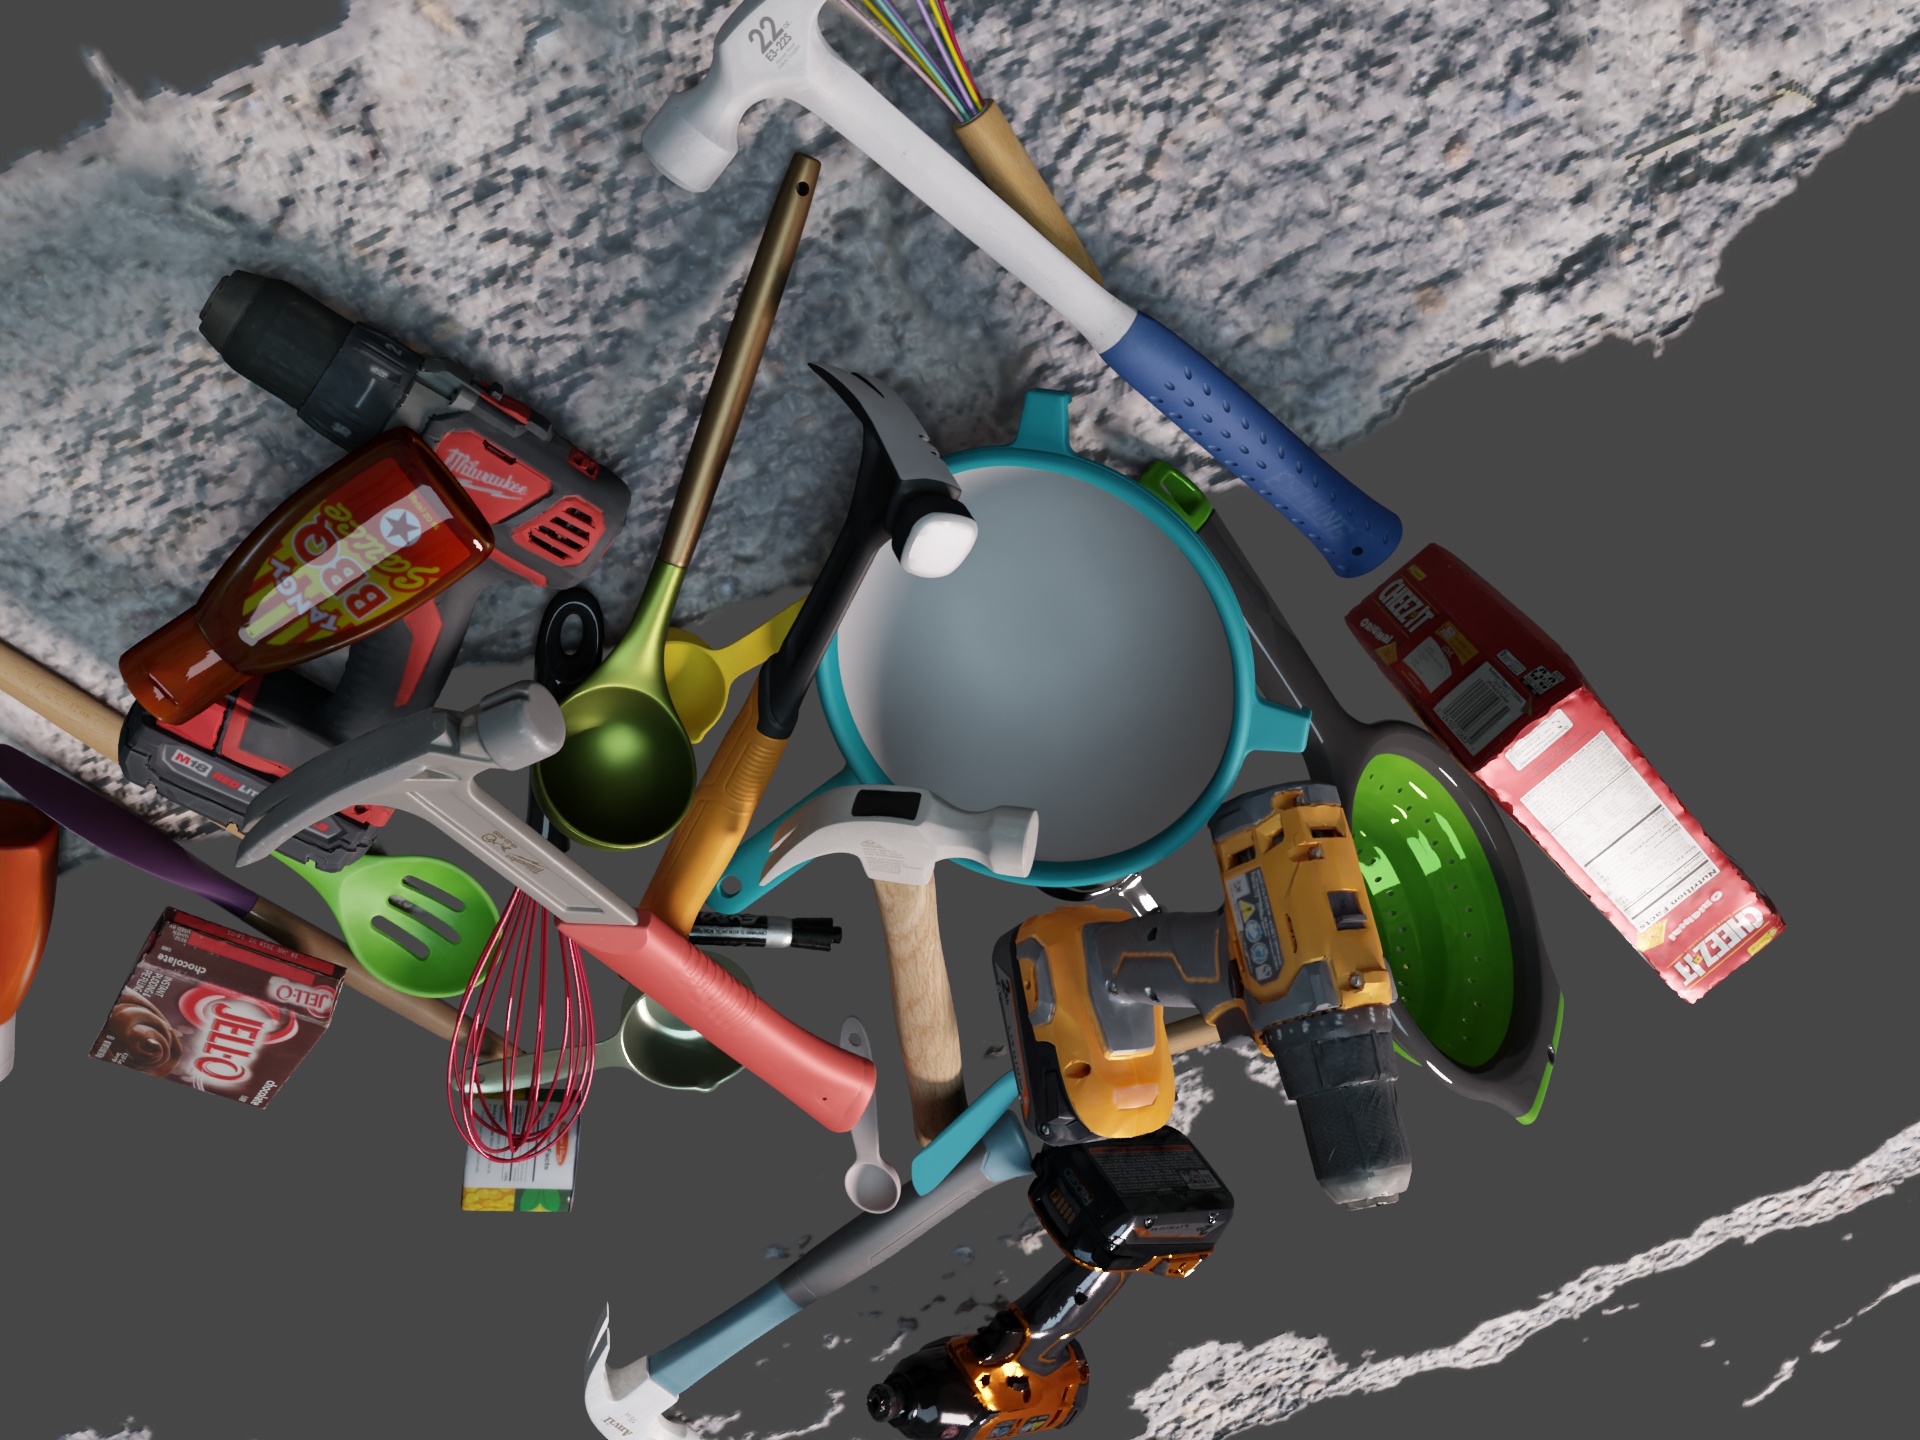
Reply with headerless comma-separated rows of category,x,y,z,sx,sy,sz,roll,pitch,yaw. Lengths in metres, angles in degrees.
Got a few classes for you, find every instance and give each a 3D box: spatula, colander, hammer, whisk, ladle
spatula,0.118,0.195,0.912,0.317,0.044,0.082,-16,150,-7
colander,0.180,0.044,0.846,0.094,0.204,0.397,-24,108,40
hammer,-0.023,0.140,0.822,0.130,0.031,0.331,8,141,11
hammer,-0.096,0.001,0.740,0.034,0.127,0.336,6,130,-34
hammer,-0.092,0.344,0.978,0.331,0.033,0.128,-36,120,7
spatula,-0.333,0.107,0.795,0.018,0.060,0.315,-49,122,-2
whisk,-0.205,0.080,0.782,0.073,0.073,0.296,6,101,-16
whisk,-0.009,-0.275,0.672,0.047,0.051,0.244,-23,126,24
ladle,-0.116,-0.092,0.705,0.078,0.062,0.320,14,103,-30
hammer,0.067,-0.183,0.708,0.405,0.035,0.144,32,121,-31
hammer,-0.153,0.113,0.745,0.149,0.037,0.358,-22,137,16

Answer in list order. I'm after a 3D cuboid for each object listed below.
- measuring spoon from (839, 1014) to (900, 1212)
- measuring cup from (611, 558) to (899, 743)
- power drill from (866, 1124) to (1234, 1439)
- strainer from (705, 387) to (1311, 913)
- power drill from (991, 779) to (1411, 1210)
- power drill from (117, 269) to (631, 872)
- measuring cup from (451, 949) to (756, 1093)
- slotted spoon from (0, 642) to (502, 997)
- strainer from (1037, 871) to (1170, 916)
measuring spoon,-0.054,0.227,0.926,0.034,0.018,0.124,-1,103,20
measuring cup,-0.102,-0.043,0.782,0.156,0.029,0.062,-30,124,-8
power drill,0.048,0.352,0.964,0.164,0.084,0.226,13,117,-42
strainer,-0.001,-0.003,0.788,0.340,0.095,0.211,-36,94,32
power drill,0.117,0.150,0.765,0.084,0.185,0.226,2,157,-34
power drill,-0.280,-0.065,0.699,0.187,0.080,0.226,33,103,-25
measuring cup,-0.191,0.169,0.863,0.167,0.038,0.083,-12,119,-4
slotted spoon,-0.356,0.036,0.762,0.313,0.031,0.070,39,88,-24
strainer,0.109,0.108,0.897,0.087,0.050,0.258,-39,122,-3
